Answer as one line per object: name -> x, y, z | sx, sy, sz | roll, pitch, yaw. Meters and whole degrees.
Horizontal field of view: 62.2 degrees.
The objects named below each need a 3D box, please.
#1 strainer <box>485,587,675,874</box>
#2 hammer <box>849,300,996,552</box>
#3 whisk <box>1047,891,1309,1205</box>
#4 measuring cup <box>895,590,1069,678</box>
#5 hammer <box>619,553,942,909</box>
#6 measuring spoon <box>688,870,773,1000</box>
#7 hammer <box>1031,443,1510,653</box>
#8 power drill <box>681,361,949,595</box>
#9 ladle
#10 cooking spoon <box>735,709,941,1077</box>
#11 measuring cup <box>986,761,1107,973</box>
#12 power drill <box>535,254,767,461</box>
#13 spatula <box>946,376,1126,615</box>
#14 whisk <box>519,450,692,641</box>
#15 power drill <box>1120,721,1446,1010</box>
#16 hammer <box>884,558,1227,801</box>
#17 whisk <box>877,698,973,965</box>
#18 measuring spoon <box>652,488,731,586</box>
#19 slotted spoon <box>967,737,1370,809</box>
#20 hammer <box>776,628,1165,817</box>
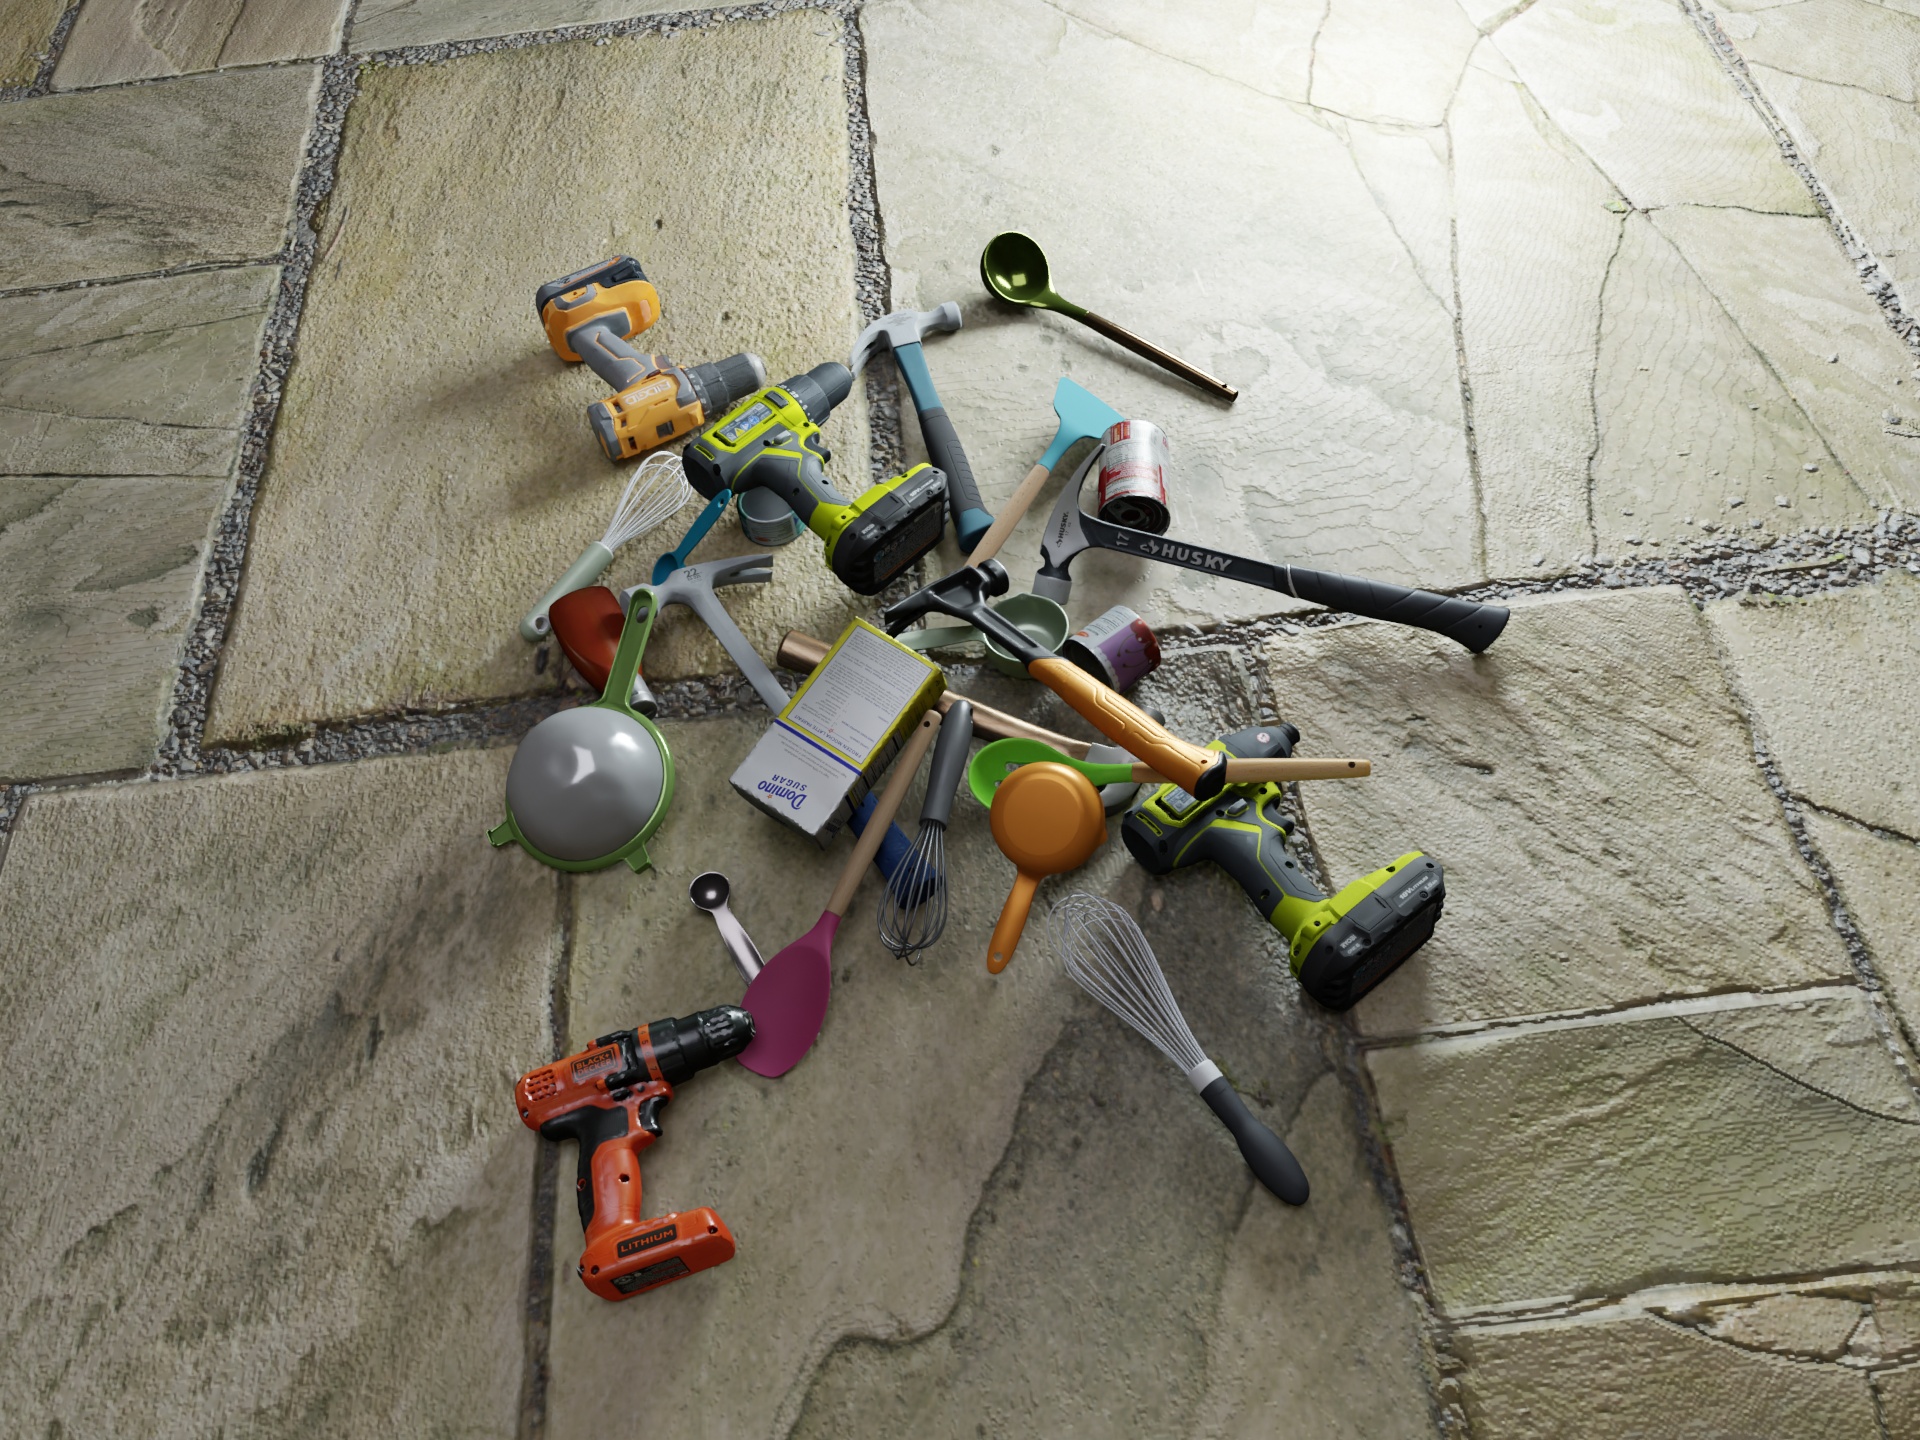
strainer -> -0.308, -0.003, 1.340 | 0.151, 0.069, 0.256 | 9, 73, 14
hammer -> -0.024, -0.294, 1.580 | 0.128, 0.033, 0.331 | -15, 55, -6
whisk -> 0.159, 0.238, 1.172 | 0.070, 0.070, 0.285 | -30, 61, -15
measuring cup -> 0.014, -0.067, 1.412 | 0.167, 0.038, 0.083 | -6, 54, 4
hammer -> -0.138, -0.001, 1.372 | 0.144, 0.035, 0.406 | -24, 57, -26
measuring spoon -> -0.181, 0.175, 1.276 | 0.034, 0.018, 0.124 | -27, 63, -13
hammer -> 0.274, -0.132, 1.400 | 0.409, 0.036, 0.149 | 14, 100, 9
power drill -> -0.120, -0.236, 1.486 | 0.229, 0.080, 0.190 | 38, 64, 22
ladle -> 0.151, -0.411, 1.632 | 0.320, 0.062, 0.078 | 35, 67, 23
cooking spoon -> -0.089, 0.131, 1.256 | 0.069, 0.017, 0.319 | 20, 73, 21
measuring cup -> 0.051, 0.114, 1.226 | 0.095, 0.052, 0.173 | 20, 87, 12
power drill -> -0.322, -0.382, 1.647 | 0.185, 0.084, 0.226 | -26, 61, -13
spatula -> 0.063, -0.211, 1.494 | 0.082, 0.044, 0.318 | 35, 64, -2
whisk -> -0.337, -0.168, 1.519 | 0.059, 0.057, 0.246 | 2, 50, 51
power drill -> 0.260, 0.102, 1.243 | 0.171, 0.080, 0.223 | -35, 56, -17
hammer -> 0.081, -0.030, 1.293 | 0.127, 0.034, 0.337 | -28, 47, -28
whisk -> -0.020, 0.083, 1.258 | 0.055, 0.055, 0.239 | 7, 57, 11
measuring spoon -> -0.243, -0.164, 1.476 | 0.128, 0.021, 0.042 | -47, 53, 25
slotted spoon -> 0.162, 0.043, 1.253 | 0.314, 0.031, 0.070 | -2, 64, 13
hammer -> -0.002, -0.004, 1.346 | 0.331, 0.031, 0.130 | 20, 62, 10
